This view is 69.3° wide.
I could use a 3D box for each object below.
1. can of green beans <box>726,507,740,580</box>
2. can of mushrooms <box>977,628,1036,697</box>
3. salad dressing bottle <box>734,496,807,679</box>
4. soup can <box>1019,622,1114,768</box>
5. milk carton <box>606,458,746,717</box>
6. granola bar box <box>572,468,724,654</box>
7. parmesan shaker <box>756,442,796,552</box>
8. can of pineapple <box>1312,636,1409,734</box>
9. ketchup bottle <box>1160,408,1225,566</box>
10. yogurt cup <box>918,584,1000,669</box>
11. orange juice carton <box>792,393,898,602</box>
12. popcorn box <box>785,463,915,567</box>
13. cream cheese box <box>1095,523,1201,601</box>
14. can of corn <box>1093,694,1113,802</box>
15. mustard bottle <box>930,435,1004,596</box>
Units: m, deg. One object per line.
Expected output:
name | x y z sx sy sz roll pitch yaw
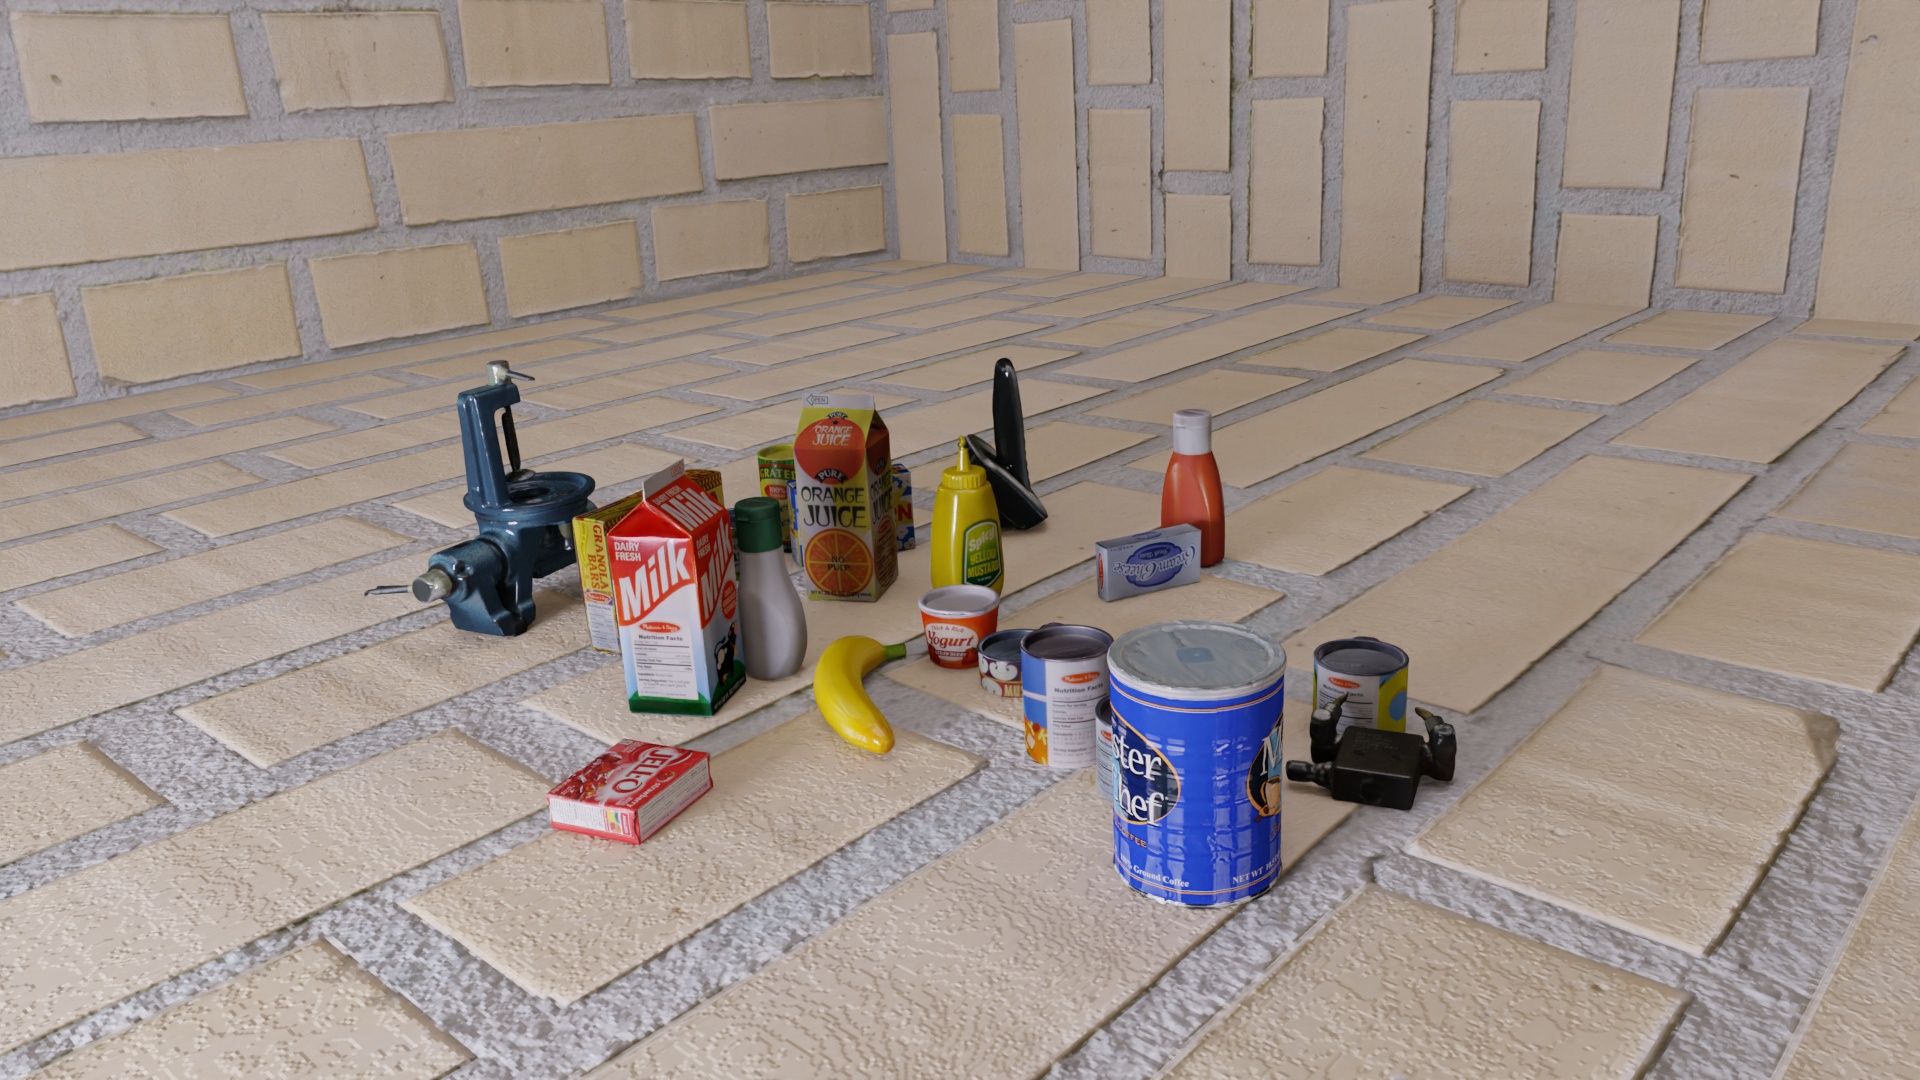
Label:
can of green beans | -0.221 0.003 1.398 0.071 0.057 0.071 -3 18 1
can of mushrooms | 0.048 0.098 1.106 0.071 0.033 0.071 -3 18 1
salad dressing bottle | -0.160 0.039 1.138 0.064 0.147 0.044 8 21 30
soup can | 0.076 0.109 0.989 0.071 0.083 0.071 -3 18 1
milk carton | -0.222 0.036 1.089 0.073 0.189 0.072 1 18 14
granola bar box | -0.276 0.015 1.264 0.039 0.123 0.166 6 20 27
parmesan shaker | -0.174 -0.045 1.463 0.071 0.102 0.071 -3 18 1
can of pineapple | 0.288 0.108 0.998 0.071 0.057 0.071 -3 18 1
ketchup bottle | 0.225 -0.052 1.346 0.044 0.148 0.065 -19 24 -41
yogurt cup | 0.000 0.072 1.159 0.072 0.053 0.072 -3 18 1
orange juice carton | -0.108 -0.045 1.309 0.072 0.192 0.073 2 19 15
popcorn box | -0.112 -0.026 1.425 0.127 0.085 0.038 -10 19 -20
cream cheese box | 0.174 0.020 1.289 0.104 0.053 0.024 -11 20 -23
can of corn | 0.126 0.139 0.932 0.071 0.058 0.071 -3 18 1
mustard bottle | 0.004 -0.016 1.255 0.065 0.159 0.049 -17 23 -37
